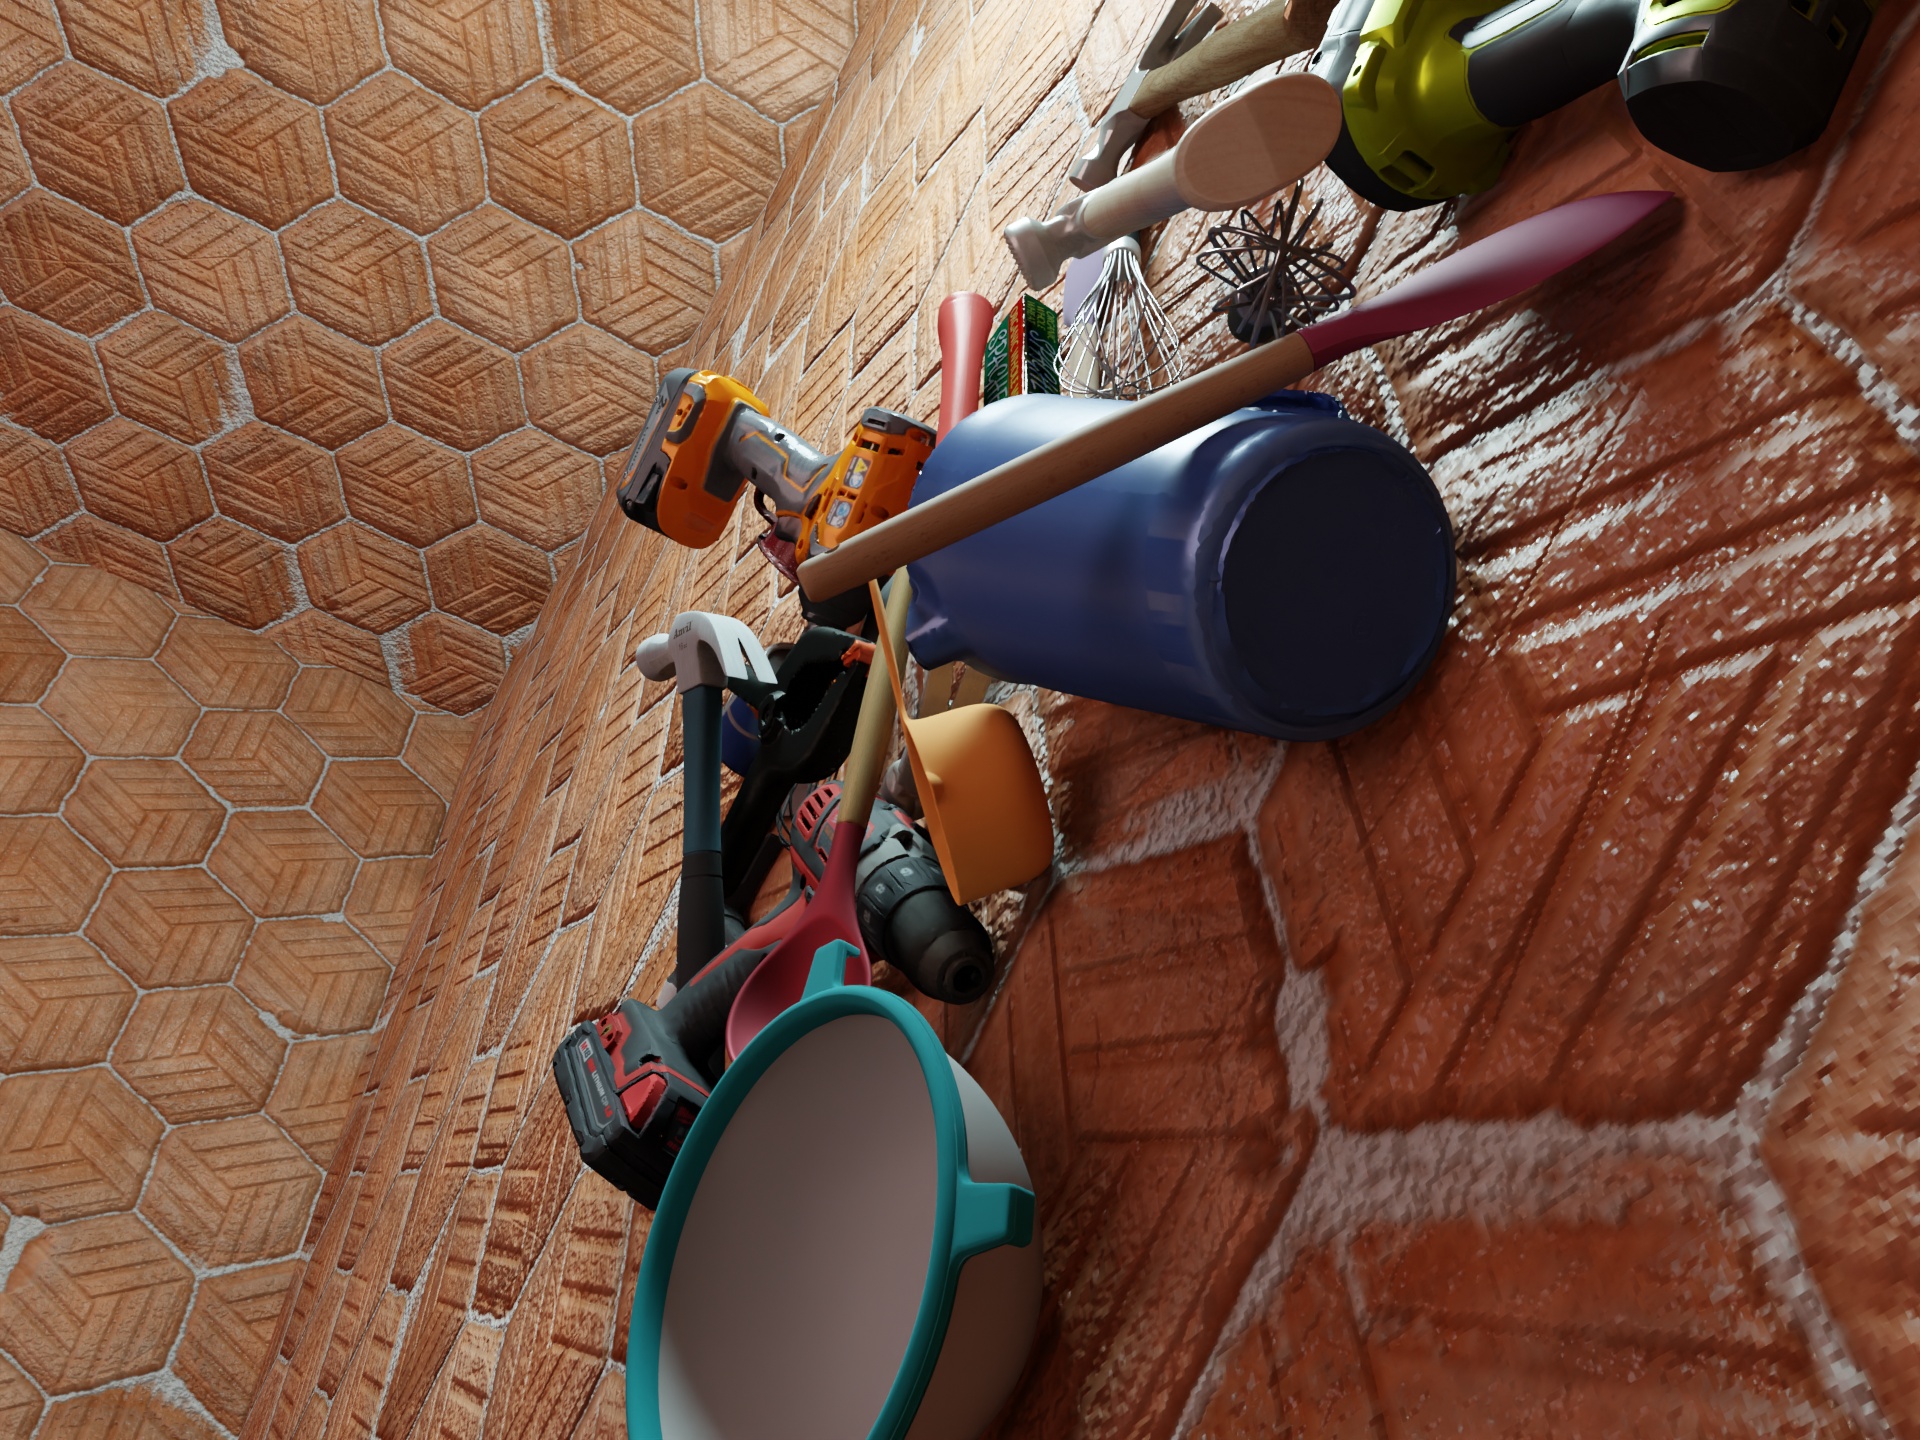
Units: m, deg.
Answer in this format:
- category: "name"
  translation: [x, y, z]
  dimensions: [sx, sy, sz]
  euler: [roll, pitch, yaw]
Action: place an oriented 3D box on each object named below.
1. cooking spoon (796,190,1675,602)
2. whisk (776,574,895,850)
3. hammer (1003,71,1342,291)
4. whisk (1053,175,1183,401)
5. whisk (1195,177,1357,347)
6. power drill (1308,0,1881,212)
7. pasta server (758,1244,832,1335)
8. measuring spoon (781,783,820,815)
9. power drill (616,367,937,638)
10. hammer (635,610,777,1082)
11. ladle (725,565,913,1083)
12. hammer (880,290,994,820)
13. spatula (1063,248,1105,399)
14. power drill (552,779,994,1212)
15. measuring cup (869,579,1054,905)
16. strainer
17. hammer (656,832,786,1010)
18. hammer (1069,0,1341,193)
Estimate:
- category: "cooking spoon"
  translation: [0.092, -0.112, 0.530]
  dimensions: [0.319, 0.017, 0.069]
  euler: [-26, 18, -4]
- category: "whisk"
  translation: [-0.067, -0.012, 1.036]
  dimensions: [0.055, 0.055, 0.239]
  euler: [-36, 31, 53]
- category: "hammer"
  translation: [0.101, -0.234, 0.672]
  dimensions: [0.146, 0.038, 0.411]
  euler: [-27, 14, 5]
- category: "whisk"
  translation: [0.091, -0.247, 0.901]
  dimensions: [0.070, 0.070, 0.285]
  euler: [-50, 20, 35]
- category: "whisk"
  translation: [0.124, -0.174, 0.647]
  dimensions: [0.246, 0.058, 0.059]
  euler: [-49, -25, -78]
- category: "power drill"
  translation: [0.230, -0.268, 0.558]
  dimensions: [0.171, 0.080, 0.223]
  euler: [-66, 24, -2]
- category: "pasta server"
  translation: [-0.110, 0.261, 0.832]
  dimensions: [0.040, 0.060, 0.316]
  euler: [-40, 9, -21]
- category: "measuring spoon"
  translation: [-0.121, 0.059, 1.128]
  dimensions: [0.124, 0.018, 0.034]
  euler: [-14, 74, 56]
- category: "power drill"
  translation: [-0.129, -0.147, 1.090]
  dimensions: [0.227, 0.084, 0.164]
  euler: [22, 89, 34]
- category: "hammer"
  translation: [-0.154, 0.094, 0.940]
  dimensions: [0.128, 0.033, 0.331]
  euler: [-20, 67, 51]
- category: "ladle"
  translation: [-0.050, 0.029, 0.774]
  dimensions: [0.069, 0.031, 0.316]
  euler: [-3, 57, 24]
- category: "hammer"
  translation: [-0.004, -0.127, 0.929]
  dimensions: [0.149, 0.036, 0.359]
  euler: [113, 165, -54]
- category: "spatula"
  translation: [0.075, -0.219, 0.943]
  dimensions: [0.059, 0.018, 0.316]
  euler: [-48, 23, 36]
- category: "power drill"
  translation: [-0.089, 0.144, 0.799]
  dimensions: [0.226, 0.080, 0.188]
  euler: [-46, 31, -2]
- category: "measuring cup"
  translation: [-0.001, -0.002, 0.744]
  dimensions: [0.095, 0.052, 0.174]
  euler: [91, 163, -71]
- category: "strainer"
  translation: [-0.067, 0.271, 0.617]
  dimensions: [0.340, 0.095, 0.211]
  euler: [-61, 30, 7]
- category: "hammer"
  translation: [-0.122, 0.161, 0.981]
  dimensions: [0.146, 0.035, 0.335]
  euler: [-66, 21, -1]
- category: "hammer"
  translation: [0.142, -0.377, 0.913]
  dimensions: [0.130, 0.031, 0.331]
  euler: [-61, 15, 7]
